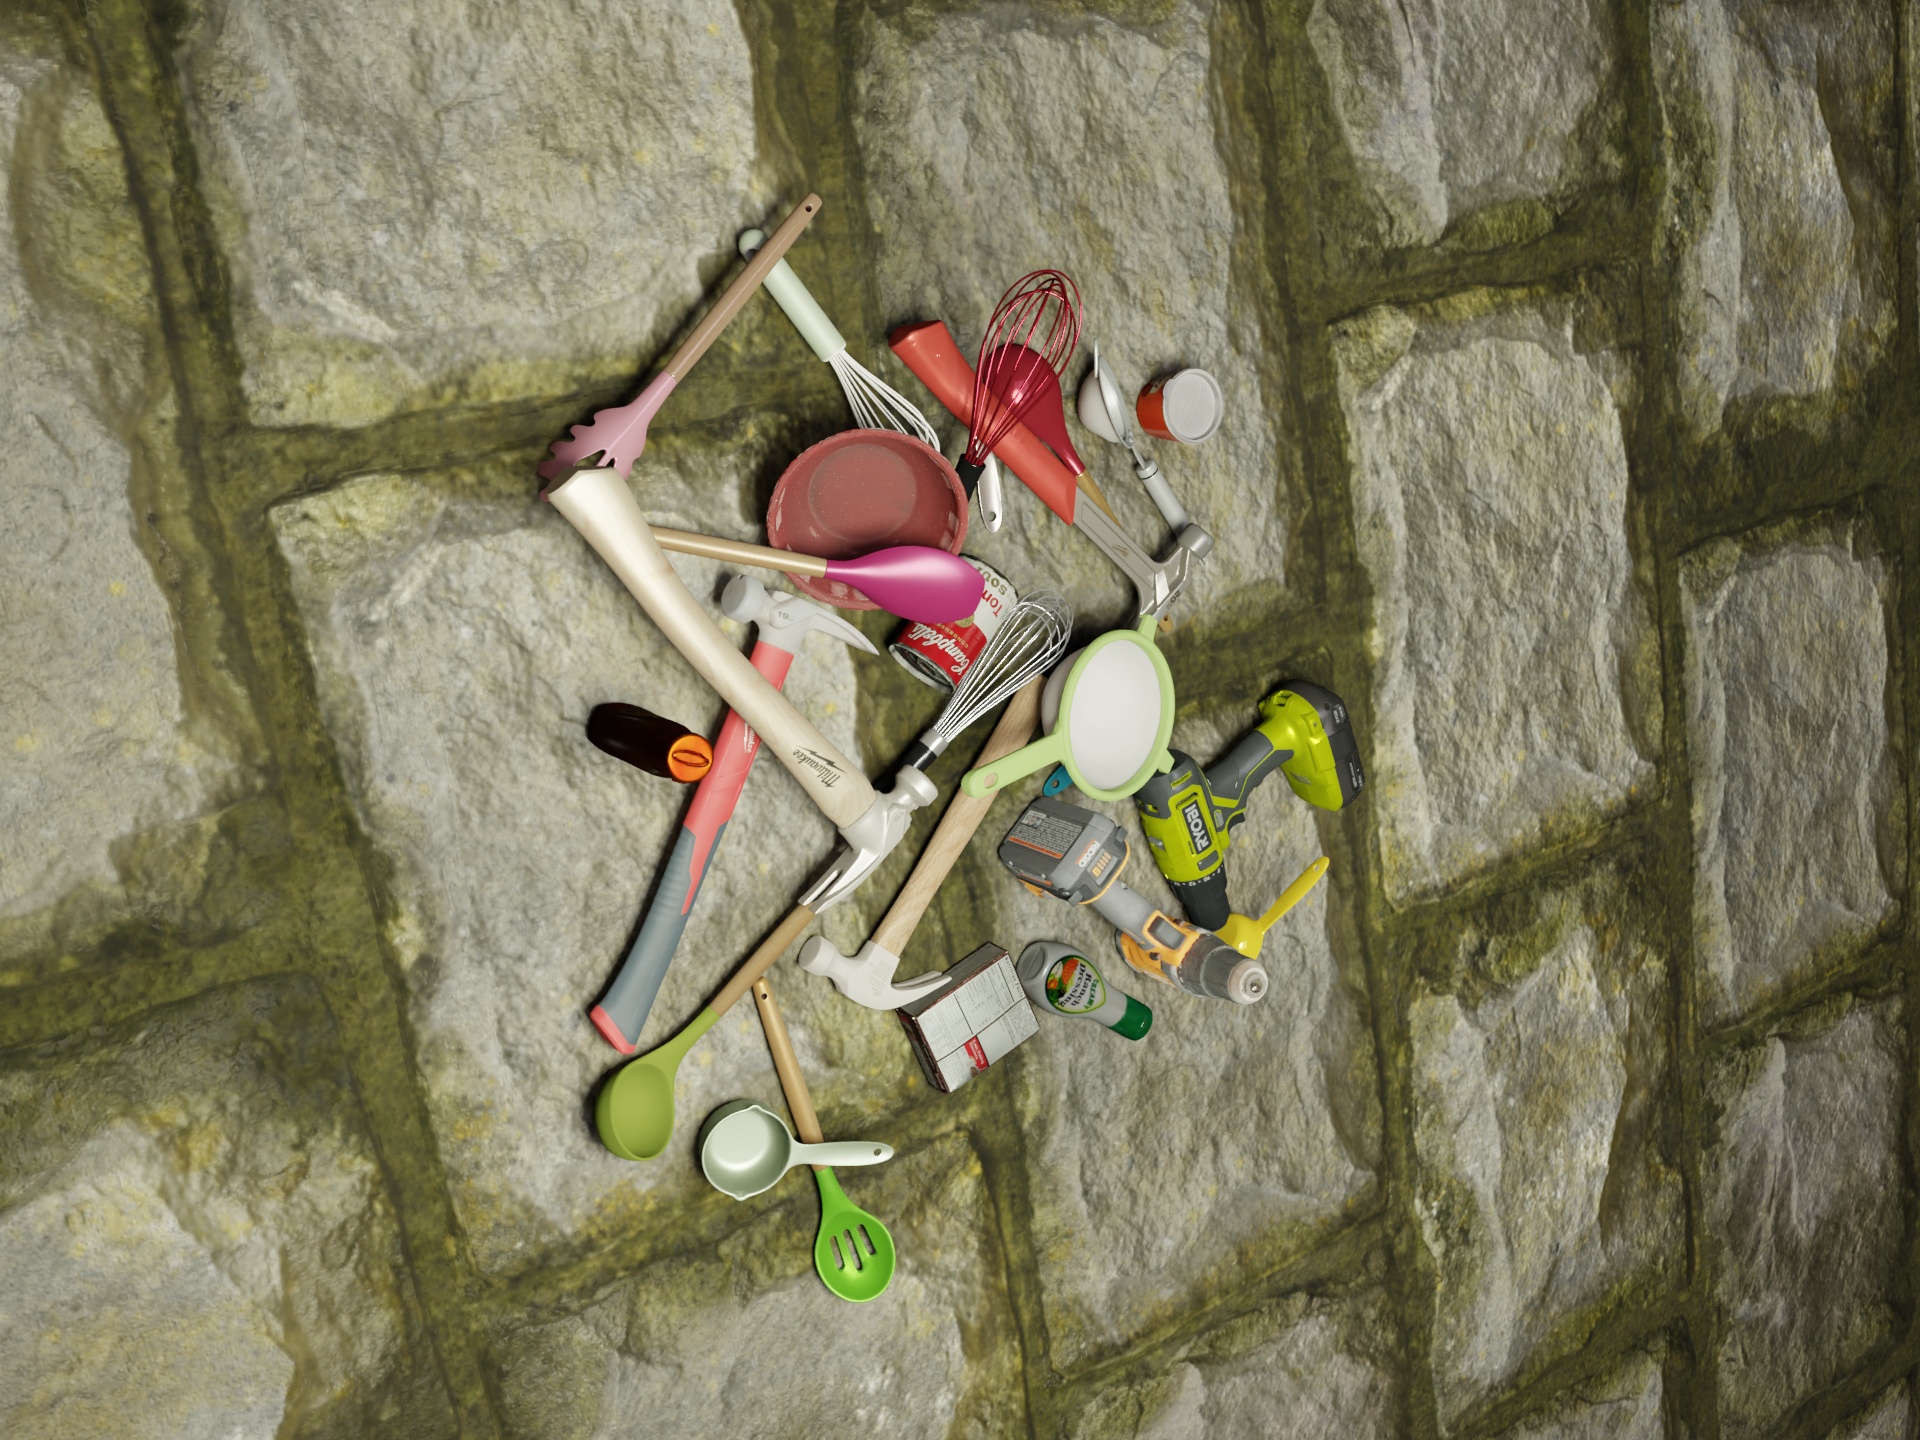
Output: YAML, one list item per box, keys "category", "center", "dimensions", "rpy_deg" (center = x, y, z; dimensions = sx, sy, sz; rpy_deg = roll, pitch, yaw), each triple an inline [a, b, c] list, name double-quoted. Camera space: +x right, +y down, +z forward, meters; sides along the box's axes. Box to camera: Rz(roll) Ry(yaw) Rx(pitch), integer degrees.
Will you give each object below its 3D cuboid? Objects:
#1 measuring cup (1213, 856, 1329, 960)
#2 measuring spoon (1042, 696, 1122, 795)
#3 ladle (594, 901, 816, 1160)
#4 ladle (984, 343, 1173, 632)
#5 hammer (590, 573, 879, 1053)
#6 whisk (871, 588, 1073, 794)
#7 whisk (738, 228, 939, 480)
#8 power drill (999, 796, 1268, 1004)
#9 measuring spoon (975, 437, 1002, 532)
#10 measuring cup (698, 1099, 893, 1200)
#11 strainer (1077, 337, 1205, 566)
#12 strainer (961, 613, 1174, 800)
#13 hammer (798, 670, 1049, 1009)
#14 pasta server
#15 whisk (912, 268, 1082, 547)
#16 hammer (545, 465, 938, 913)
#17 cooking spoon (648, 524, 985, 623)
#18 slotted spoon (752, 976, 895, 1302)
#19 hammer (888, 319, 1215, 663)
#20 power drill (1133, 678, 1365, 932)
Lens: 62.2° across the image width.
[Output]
- category: "measuring cup"
  center: [0.296, 0.182, 1.545]
  dimensions: [0.029, 0.062, 0.156]
  rpy_deg: [28, 116, -26]
- category: "measuring spoon"
  center: [0.120, 0.023, 1.478]
  dimensions: [0.128, 0.021, 0.042]
  rpy_deg: [-42, 115, -9]
- category: "ladle"
  center: [-0.176, 0.222, 1.297]
  dimensions: [0.320, 0.062, 0.078]
  rpy_deg: [-47, 129, -15]
- category: "ladle"
  center: [0.117, -0.203, 1.436]
  dimensions: [0.069, 0.031, 0.315]
  rpy_deg: [-44, 117, -18]
- category: "hammer"
  center: [-0.192, 0.085, 1.281]
  dimensions: [0.143, 0.038, 0.386]
  rpy_deg: [23, 87, -40]
- category: "whisk"
  center: [-0.003, -0.005, 1.378]
  dimensions: [0.284, 0.070, 0.070]
  rpy_deg: [-48, 117, -11]
- category: "whisk"
  center: [-0.097, -0.293, 1.289]
  dimensions: [0.246, 0.058, 0.059]
  rpy_deg: [51, 37, -22]
- category: "power drill"
  center: [0.161, 0.172, 1.424]
  dimensions: [0.226, 0.185, 0.084]
  rpy_deg: [43, 77, -25]
- category: "measuring spoon"
  center: [0.019, -0.224, 1.384]
  dimensions: [0.034, 0.018, 0.124]
  rpy_deg: [-15, 111, -19]
- category: "measuring cup"
  center: [-0.140, 0.359, 1.343]
  dimensions: [0.167, 0.038, 0.083]
  rpy_deg: [7, 97, -23]
- category: "strainer"
  center: [0.164, -0.234, 1.450]
  dimensions: [0.258, 0.050, 0.087]
  rpy_deg: [52, 27, -31]
- category: "strainer"
  center: [0.081, 0.010, 1.377]
  dimensions: [0.256, 0.069, 0.151]
  rpy_deg: [-25, 113, -38]
- category: "hammer"
  center: [-0.006, 0.104, 1.402]
  dimensions: [0.130, 0.031, 0.331]
  rpy_deg: [37, 78, -29]
- category: "pasta server"
  center: [-0.208, -0.283, 1.215]
  dimensions: [0.060, 0.040, 0.316]
  rpy_deg: [42, 78, -28]
- category: "whisk"
  center: [0.018, -0.229, 1.297]
  dimensions: [0.073, 0.073, 0.295]
  rpy_deg: [10, 120, -31]
- category: "hammer"
  center: [-0.177, -0.025, 1.215]
  dimensions: [0.146, 0.038, 0.410]
  rpy_deg: [-47, 123, -14]
- category: "cooking spoon"
  center: [-0.133, -0.125, 1.261]
  dimensions: [0.318, 0.017, 0.068]
  rpy_deg: [9, 123, -17]
- category: "slotted spoon"
  center: [-0.126, 0.361, 1.371]
  dimensions: [0.070, 0.031, 0.313]
  rpy_deg: [-20, 105, -11]
- category: "hammer"
  center: [0.066, -0.206, 1.378]
  dimensions: [0.358, 0.037, 0.149]
  rpy_deg: [40, 91, -28]
- category: "power drill"
  center: [0.279, 0.081, 1.542]
  dimensions: [0.228, 0.080, 0.190]
  rpy_deg: [-32, 116, -21]
